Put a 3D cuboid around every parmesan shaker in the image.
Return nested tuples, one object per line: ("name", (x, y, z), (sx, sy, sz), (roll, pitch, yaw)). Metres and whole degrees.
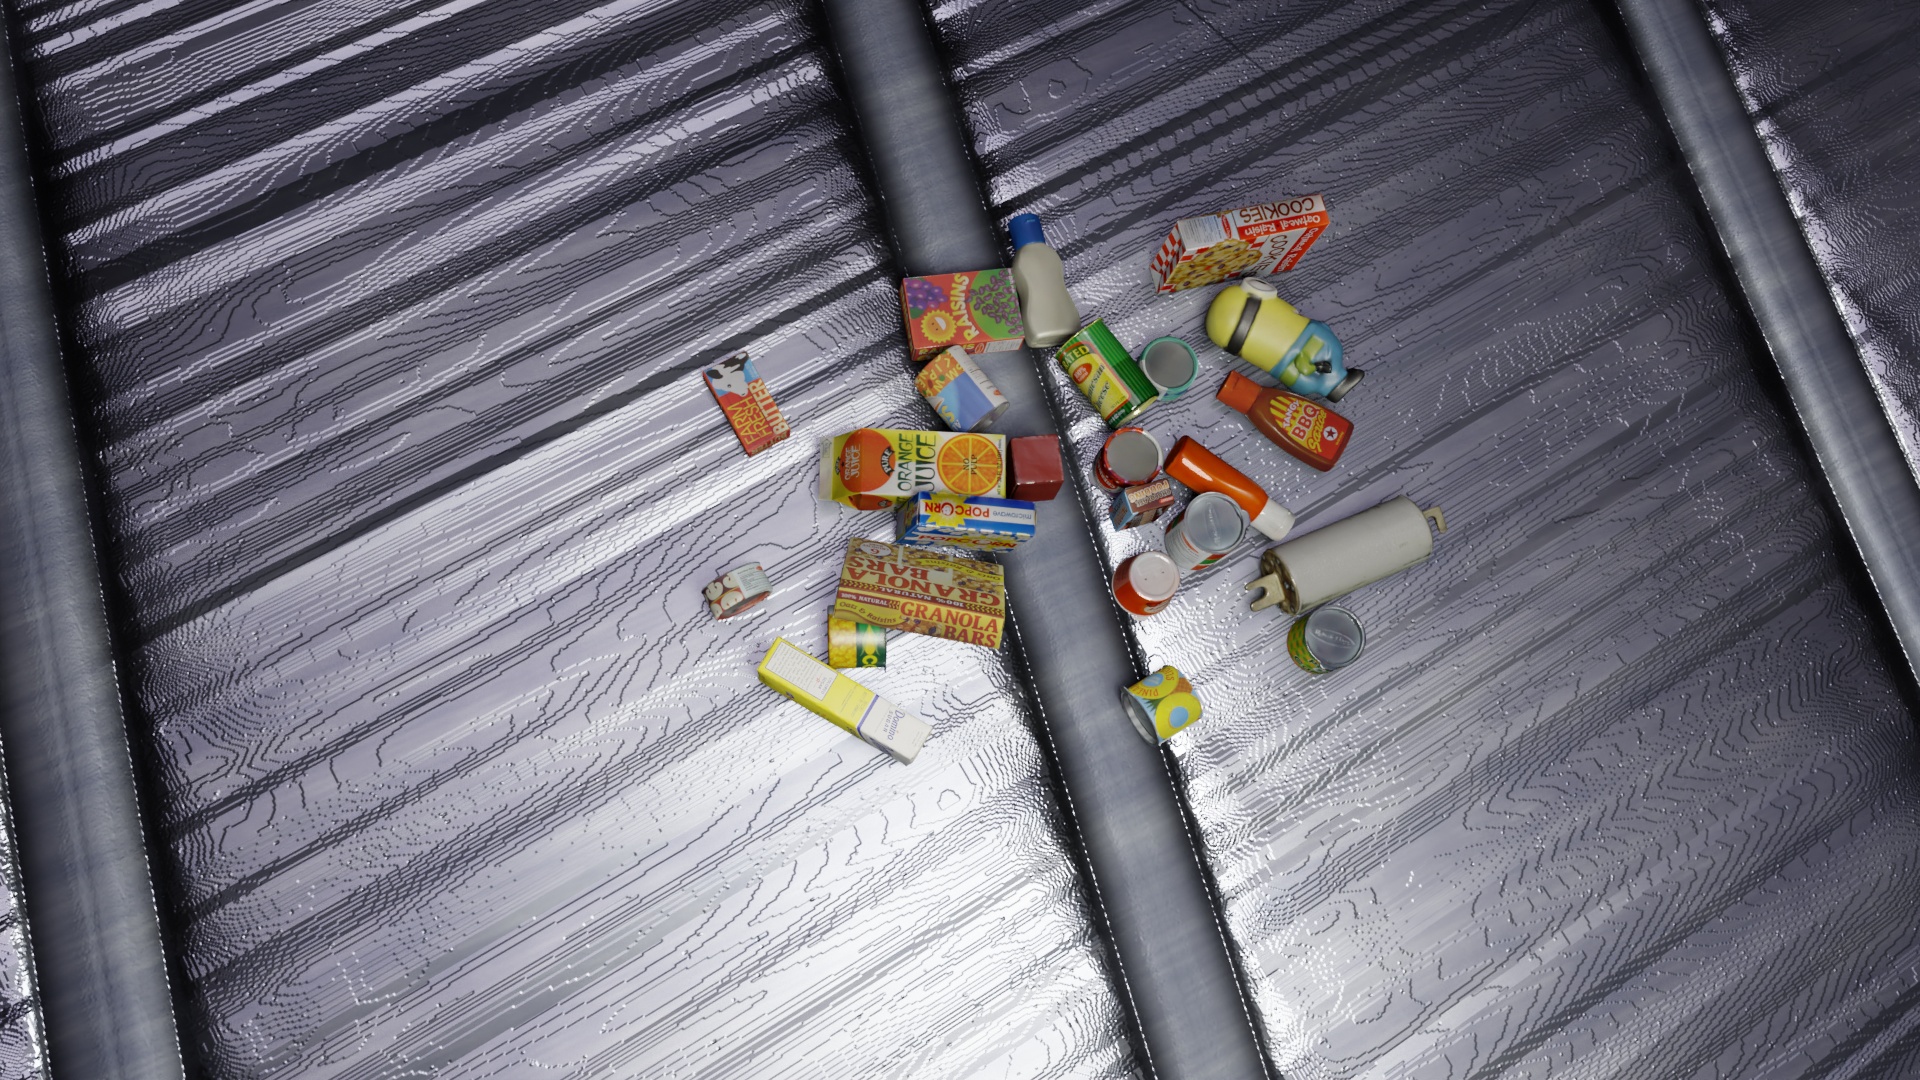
("parmesan shaker", (0.160, -0.180, 1.503), (0.071, 0.071, 0.103), (-36, 83, -14))

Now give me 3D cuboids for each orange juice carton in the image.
("orange juice carton", (-0.051, -0.071, 1.450), (0.193, 0.073, 0.072), (2, 76, -6))

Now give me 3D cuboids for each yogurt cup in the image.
("yogurt cup", (0.198, 0.043, 1.461), (0.072, 0.053, 0.072), (2, 75, -7))

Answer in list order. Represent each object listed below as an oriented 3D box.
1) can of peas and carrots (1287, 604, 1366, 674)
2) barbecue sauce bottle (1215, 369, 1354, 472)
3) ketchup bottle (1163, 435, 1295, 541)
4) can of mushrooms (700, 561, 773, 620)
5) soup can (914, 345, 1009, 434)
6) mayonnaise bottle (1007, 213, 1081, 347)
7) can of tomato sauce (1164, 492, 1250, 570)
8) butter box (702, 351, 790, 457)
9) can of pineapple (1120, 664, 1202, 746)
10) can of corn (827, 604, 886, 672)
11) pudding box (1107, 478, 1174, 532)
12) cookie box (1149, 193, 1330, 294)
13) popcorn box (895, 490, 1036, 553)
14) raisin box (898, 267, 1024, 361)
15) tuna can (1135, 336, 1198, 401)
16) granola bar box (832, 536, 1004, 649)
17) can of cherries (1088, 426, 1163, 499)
("can of peas and carrots", (0.385, 0.108, 1.465), (0.071, 0.058, 0.071), (1, 77, -6))
("barbecue sauce bottle", (0.355, -0.136, 1.530), (0.148, 0.043, 0.065), (29, 75, 1))
("ketchup bottle", (0.291, -0.054, 1.495), (0.149, 0.065, 0.043), (34, 116, -4))
("can of mushrooms", (-0.227, 0.052, 1.403), (0.071, 0.071, 0.033), (-28, 82, -12))
("soup can", (-0.001, -0.154, 1.481), (0.071, 0.071, 0.084), (-38, 83, -14))
("mayonnaise bottle", (0.087, -0.288, 1.538), (0.065, 0.041, 0.148), (-8, 76, -20))
("can of tomato sauce", (0.259, -0.009, 1.466), (0.071, 0.083, 0.071), (2, 76, -7))
("butter box", (-0.227, -0.145, 1.472), (0.053, 0.024, 0.103), (-28, 81, -13))
("can of pineapple", (0.206, 0.167, 1.423), (0.058, 0.071, 0.071), (-29, 81, -14))
("can of corn", (-0.105, 0.099, 1.404), (0.058, 0.071, 0.071), (-1, 76, -6))
("pudding box", (0.190, -0.037, 1.464), (0.050, 0.083, 0.030), (-15, 79, -10))
("cookie box", (0.305, -0.326, 1.531), (0.168, 0.122, 0.040), (-12, 79, -10))
("popcorn box", (0.005, -0.018, 1.426), (0.127, 0.085, 0.038), (5, 76, -17))
("raisin box", (0.001, -0.248, 1.518), (0.123, 0.040, 0.086), (-8, 78, -10))
("tuna can", (0.230, -0.191, 1.534), (0.071, 0.032, 0.071), (1, 76, -6))
("granola bar box", (-0.039, 0.050, 1.397), (0.166, 0.125, 0.039), (11, 113, -4))
("can of cherries", (0.177, -0.081, 1.487), (0.071, 0.058, 0.071), (2, 76, -7))
